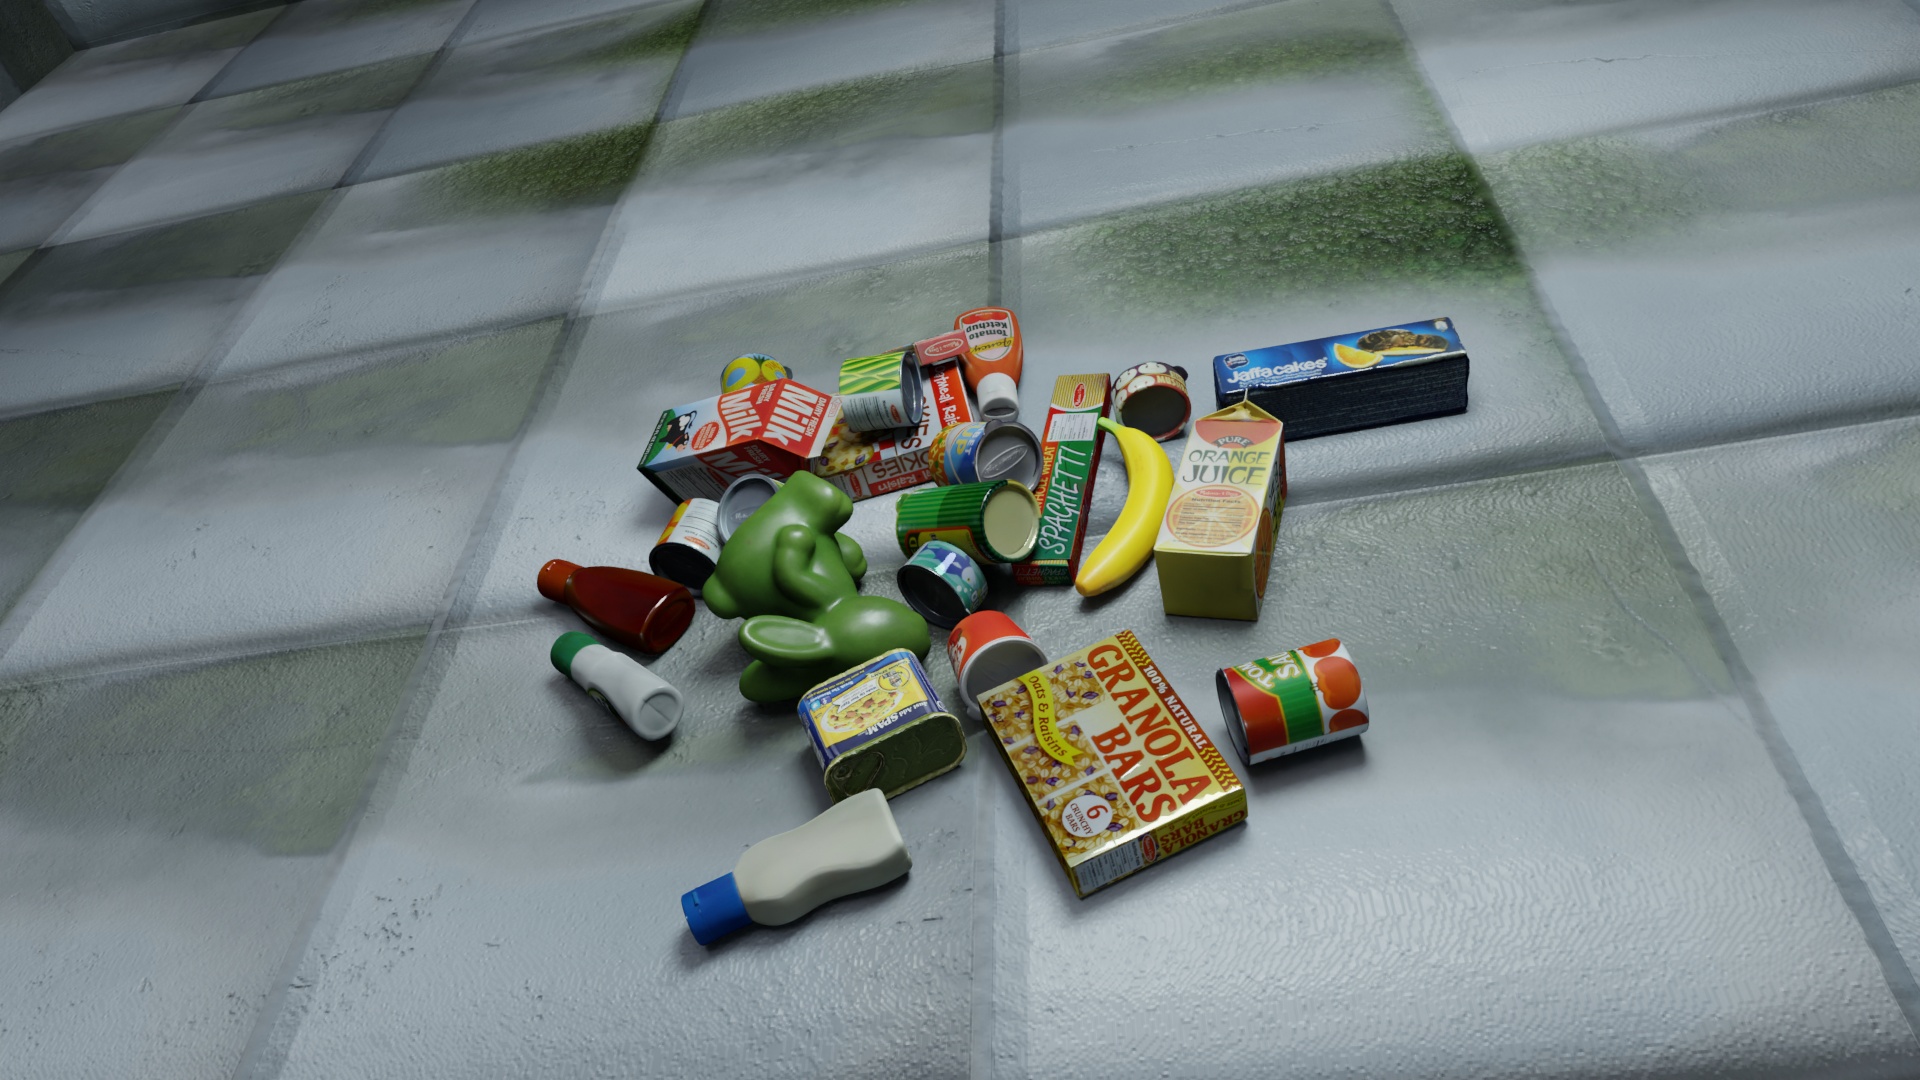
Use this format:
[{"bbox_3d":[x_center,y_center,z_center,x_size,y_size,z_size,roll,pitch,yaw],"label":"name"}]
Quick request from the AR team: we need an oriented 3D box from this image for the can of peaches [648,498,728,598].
[{"bbox_3d":[-0.224,0.008,1.182,0.071,0.071,0.058,1,43,20],"label":"can of peaches"}]

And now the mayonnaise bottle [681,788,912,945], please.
[{"bbox_3d":[-0.110,0.221,0.922,0.148,0.041,0.065,-23,39,-7],"label":"mayonnaise bottle"}]

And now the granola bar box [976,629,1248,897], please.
[{"bbox_3d":[0.099,0.146,0.939,0.124,0.039,0.166,-23,41,-7],"label":"granola bar box"}]

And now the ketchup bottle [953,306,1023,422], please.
[{"bbox_3d":[0.030,-0.163,1.309,0.065,0.043,0.149,-7,41,0],"label":"ketchup bottle"}]

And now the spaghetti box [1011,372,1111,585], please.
[{"bbox_3d":[0.089,-0.057,1.180,0.050,0.028,0.251,-1,43,17],"label":"spaghetti box"}]

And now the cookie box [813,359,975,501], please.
[{"bbox_3d":[-0.070,-0.096,1.268,0.167,0.040,0.123,-16,40,2],"label":"cookie box"}]

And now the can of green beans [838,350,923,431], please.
[{"bbox_3d":[-0.069,-0.131,1.224,0.058,0.071,0.071,-5,42,15],"label":"can of green beans"}]

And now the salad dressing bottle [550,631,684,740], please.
[{"bbox_3d":[-0.272,0.110,1.088,0.148,0.064,0.044,21,69,46],"label":"salad dressing bottle"}]

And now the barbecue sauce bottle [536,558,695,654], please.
[{"bbox_3d":[-0.297,0.049,1.174,0.148,0.043,0.065,16,51,32],"label":"barbecue sauce bottle"}]

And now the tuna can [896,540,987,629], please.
[{"bbox_3d":[-0.012,0.035,1.081,0.071,0.070,0.033,17,50,33],"label":"tuna can"}]

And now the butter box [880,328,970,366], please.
[{"bbox_3d":[-0.035,-0.178,1.318,0.053,0.024,0.103,-19,8,-20],"label":"butter box"}]

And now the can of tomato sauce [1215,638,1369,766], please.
[{"bbox_3d":[0.219,0.105,0.923,0.083,0.070,0.071,-16,40,0],"label":"can of tomato sauce"}]

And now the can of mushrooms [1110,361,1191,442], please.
[{"bbox_3d":[0.166,-0.120,1.196,0.071,0.070,0.034,-11,41,6],"label":"can of mushrooms"}]

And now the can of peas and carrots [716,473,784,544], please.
[{"bbox_3d":[-0.160,-0.015,1.161,0.071,0.058,0.071,-7,75,28],"label":"can of peas and carrots"}]

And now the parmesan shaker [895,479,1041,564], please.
[{"bbox_3d":[0.004,-0.014,1.100,0.103,0.071,0.071,-5,36,49],"label":"parmesan shaker"}]

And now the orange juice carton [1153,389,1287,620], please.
[{"bbox_3d":[0.209,-0.032,1.080,0.073,0.071,0.194,4,44,22],"label":"orange juice carton"}]

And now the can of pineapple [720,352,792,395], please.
[{"bbox_3d":[-0.195,-0.138,1.335,0.071,0.070,0.058,-16,41,0],"label":"can of pineapple"}]

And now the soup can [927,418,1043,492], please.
[{"bbox_3d":[0.019,-0.069,1.163,0.071,0.071,0.084,-36,21,-22],"label":"soup can"}]

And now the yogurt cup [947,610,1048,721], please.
[{"bbox_3d":[0.024,0.087,1.013,0.072,0.072,0.054,-23,33,-8],"label":"yogurt cup"}]

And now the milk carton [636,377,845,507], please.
[{"bbox_3d":[-0.184,-0.084,1.219,0.190,0.073,0.073,-9,48,35],"label":"milk carton"}]
